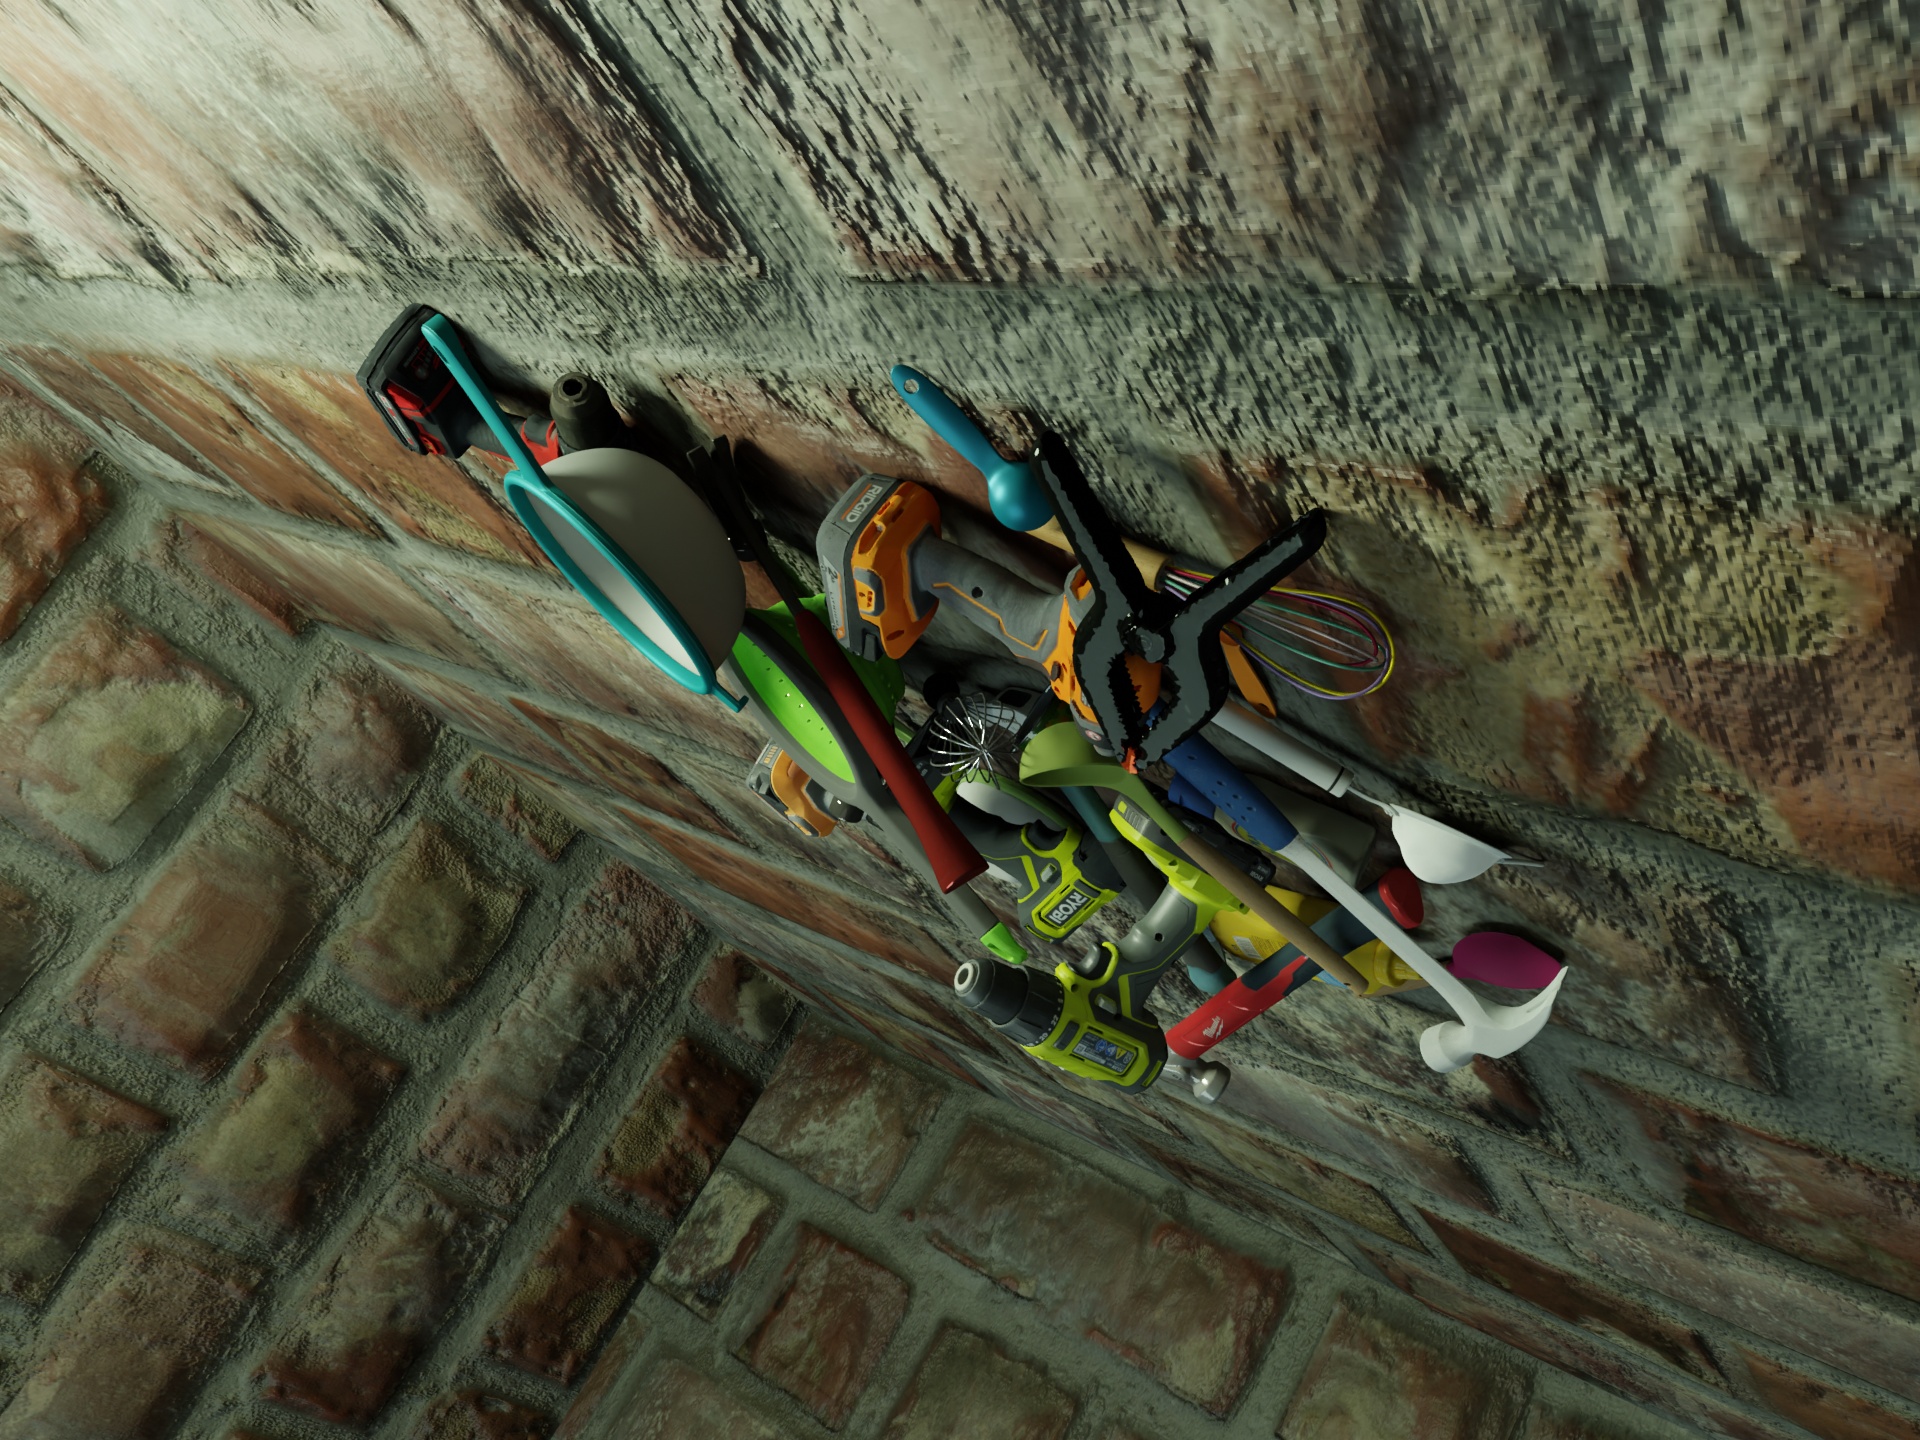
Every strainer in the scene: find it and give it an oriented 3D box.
[{"bbox_3d":[-0.246,-0.164,1.111,0.211,0.095,0.340,32,159,41],"label":"strainer"},{"bbox_3d":[0.254,0.046,1.038,0.258,0.050,0.087,32,179,6],"label":"strainer"},{"bbox_3d":[0.006,0.084,1.507,0.256,0.069,0.151,36,162,-18],"label":"strainer"}]

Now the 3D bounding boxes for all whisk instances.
[{"bbox_3d":[0.138,-0.079,0.913,0.245,0.051,0.047,28,139,26],"label":"whisk"},{"bbox_3d":[-0.002,-0.005,1.198,0.070,0.070,0.285,36,-176,-13],"label":"whisk"}]

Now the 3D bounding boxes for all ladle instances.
[{"bbox_3d":[0.173,0.109,1.142,0.320,0.062,0.078,40,153,-12],"label":"ladle"}]

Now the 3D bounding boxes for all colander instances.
[{"bbox_3d":[-0.058,0.024,1.293,0.397,0.094,0.204,48,163,7],"label":"colander"}]

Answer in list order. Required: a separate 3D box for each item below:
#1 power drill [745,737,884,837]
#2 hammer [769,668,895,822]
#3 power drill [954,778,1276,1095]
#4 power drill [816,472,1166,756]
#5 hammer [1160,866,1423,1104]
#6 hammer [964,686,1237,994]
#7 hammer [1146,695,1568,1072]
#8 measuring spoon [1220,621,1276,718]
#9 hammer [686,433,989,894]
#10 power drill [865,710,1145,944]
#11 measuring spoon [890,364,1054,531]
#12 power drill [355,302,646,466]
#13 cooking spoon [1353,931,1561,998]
[{"bbox_3d":[-0.123,0.066,1.664,0.226,0.084,0.185,9,151,42],"label":"power drill"},{"bbox_3d":[-0.188,-0.048,1.451,0.331,0.130,0.031,35,-157,25],"label":"hammer"},{"bbox_3d":[0.119,0.166,1.230,0.190,0.228,0.080,29,-172,-27],"label":"power drill"},{"bbox_3d":[0.025,-0.060,1.037,0.226,0.084,0.164,22,147,20],"label":"power drill"},{"bbox_3d":[0.233,0.203,1.279,0.143,0.038,0.386,33,143,-1],"label":"hammer"},{"bbox_3d":[0.131,0.103,1.311,0.330,0.033,0.128,53,155,-21],"label":"hammer"},{"bbox_3d":[0.236,0.087,1.092,0.405,0.035,0.144,42,146,-2],"label":"hammer"},{"bbox_3d":[0.183,-0.031,1.008,0.021,0.011,0.116,21,163,34],"label":"measuring spoon"},{"bbox_3d":[-0.088,-0.037,1.129,0.359,0.036,0.149,57,172,20],"label":"hammer"},{"bbox_3d":[0.045,0.091,1.404,0.223,0.080,0.171,32,133,-8],"label":"power drill"},{"bbox_3d":[0.006,-0.156,0.918,0.128,0.021,0.042,42,117,-16],"label":"measuring spoon"},{"bbox_3d":[-0.345,-0.236,1.226,0.227,0.080,0.187,26,162,10],"label":"power drill"},{"bbox_3d":[0.386,0.203,1.280,0.069,0.017,0.318,33,162,0],"label":"cooking spoon"}]
